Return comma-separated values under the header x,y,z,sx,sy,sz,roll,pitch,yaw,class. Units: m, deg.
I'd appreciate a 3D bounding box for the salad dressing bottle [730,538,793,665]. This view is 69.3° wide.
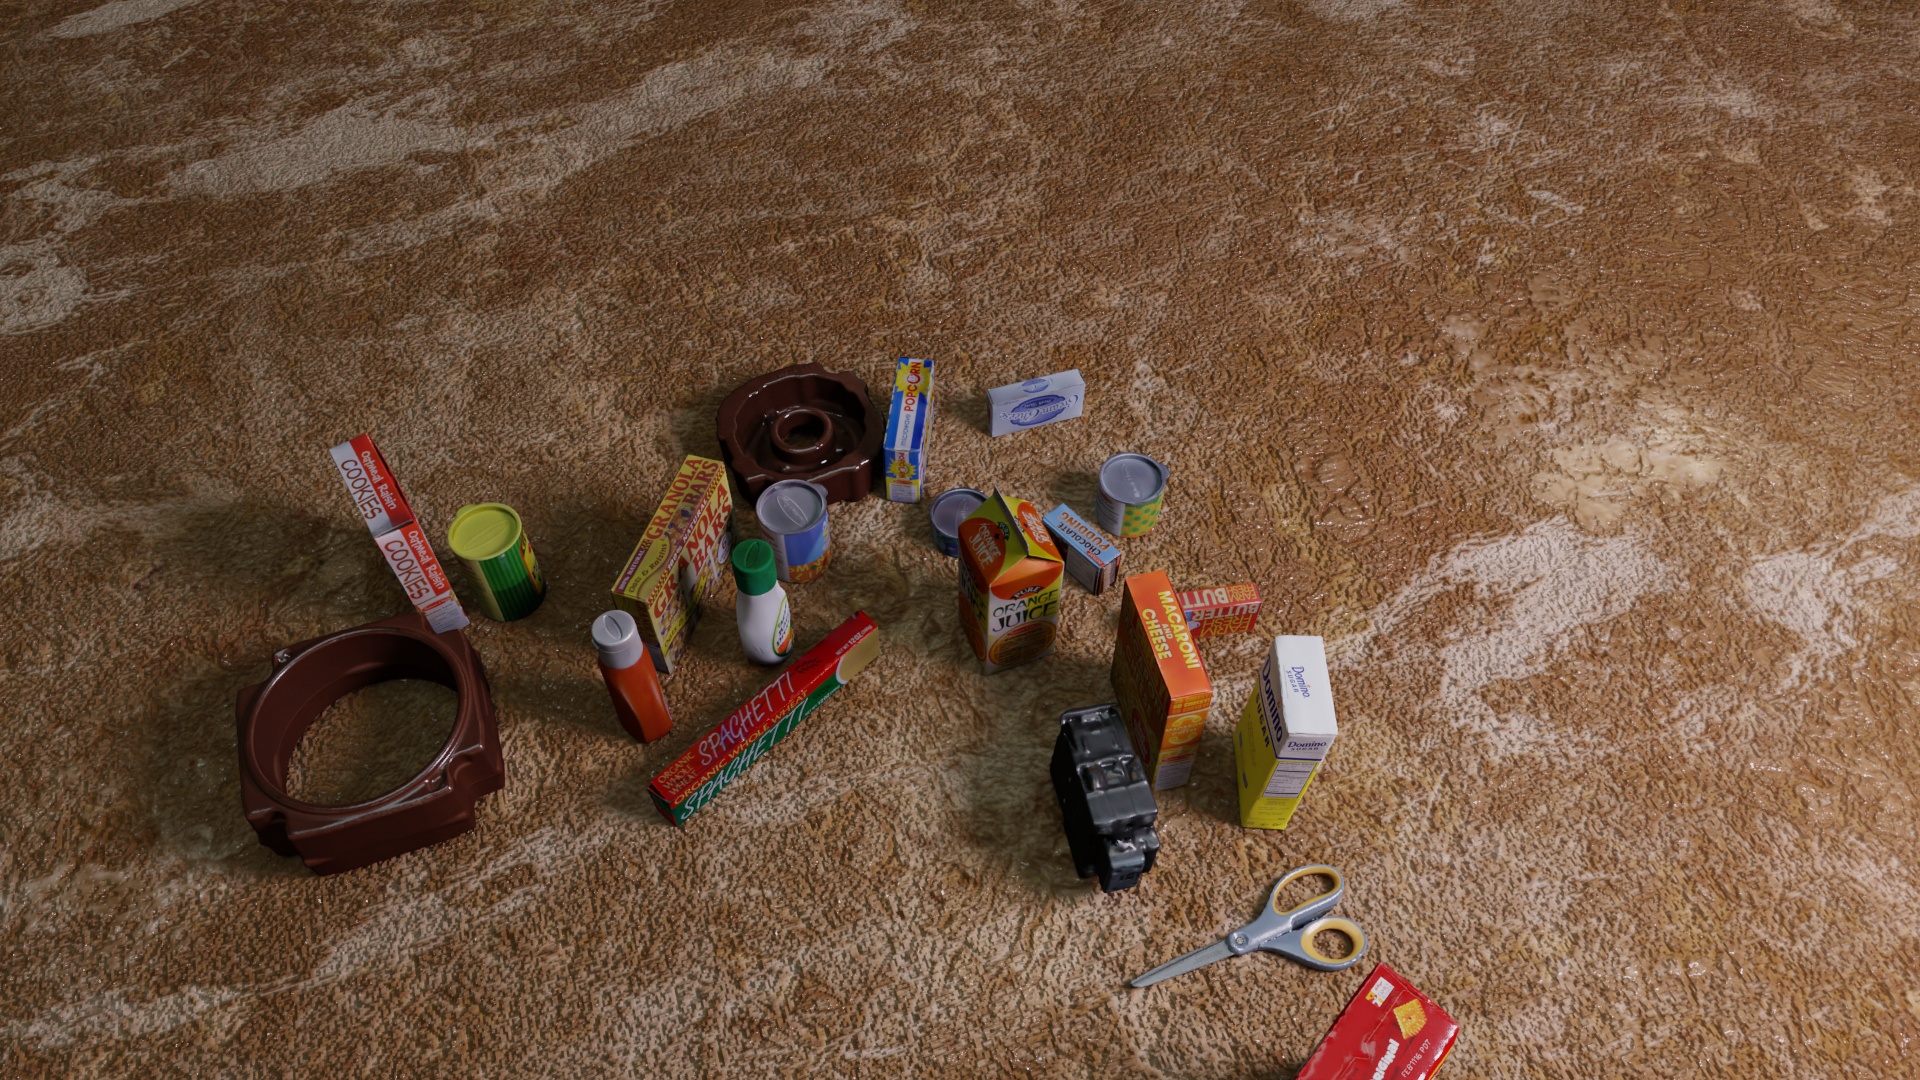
x,y,z,sx,sy,sz,roll,pitch,yaw,class
-0.180,0.056,1.254,0.044,0.146,0.064,9,54,7,salad dressing bottle

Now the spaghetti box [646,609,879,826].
x,y,z,sx,sy,sz,roll,pitch,yaw,class
-0.170,0.156,1.239,0.029,0.050,0.251,37,62,24,spaghetti box

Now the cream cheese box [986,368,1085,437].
x,y,z,sx,sy,sz,roll,pitch,yaw,class
0.078,-0.145,1.463,0.104,0.053,0.024,-15,55,-11,cream cheese box

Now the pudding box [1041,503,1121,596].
x,y,z,sx,sy,sz,roll,pitch,yaw,class
0.115,0.008,1.351,0.030,0.049,0.084,-35,61,-23,pudding box

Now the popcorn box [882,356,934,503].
x,y,z,sx,sy,sz,roll,pitch,yaw,class
-0.052,-0.113,1.419,0.038,0.084,0.127,4,53,3,popcorn box

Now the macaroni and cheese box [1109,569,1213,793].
x,y,z,sx,sy,sz,roll,pitch,yaw,class
0.170,0.122,1.193,0.040,0.165,0.124,-11,54,-8,macaroni and cheese box

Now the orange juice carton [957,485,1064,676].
x,y,z,sx,sy,sz,roll,pitch,yaw,class
0.043,0.035,1.242,0.073,0.191,0.072,-18,55,-13,orange juice carton

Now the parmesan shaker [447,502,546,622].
x,y,z,sx,sy,sz,roll,pitch,yaw,class
-0.436,0.020,1.309,0.071,0.102,0.071,0,53,0,parmesan shaker

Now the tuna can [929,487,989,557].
x,y,z,sx,sy,sz,roll,pitch,yaw,class
0.005,-0.017,1.380,0.071,0.032,0.071,0,53,0,tuna can

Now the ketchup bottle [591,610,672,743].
x,y,z,sx,sy,sz,roll,pitch,yaw,class
-0.288,0.116,1.208,0.044,0.148,0.065,-30,59,-20,ketchup bottle

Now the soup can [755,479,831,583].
x,y,z,sx,sy,sz,roll,pitch,yaw,class
-0.157,-0.009,1.342,0.071,0.083,0.072,0,53,0,soup can

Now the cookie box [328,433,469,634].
x,y,z,sx,sy,sz,roll,pitch,yaw,class
-0.517,-0.002,1.285,0.040,0.166,0.123,-29,58,-19,cookie box

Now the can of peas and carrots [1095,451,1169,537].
x,y,z,sx,sy,sz,roll,pitch,yaw,class
0.171,-0.046,1.386,0.071,0.058,0.071,0,53,0,can of peas and carrots

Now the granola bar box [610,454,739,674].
x,y,z,sx,sy,sz,roll,pitch,yaw,class
-0.263,0.021,1.295,0.039,0.123,0.166,14,55,10,granola bar box

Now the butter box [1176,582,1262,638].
x,y,z,sx,sy,sz,roll,pitch,yaw,class
0.227,0.069,1.303,0.103,0.052,0.024,-8,54,-6,butter box
